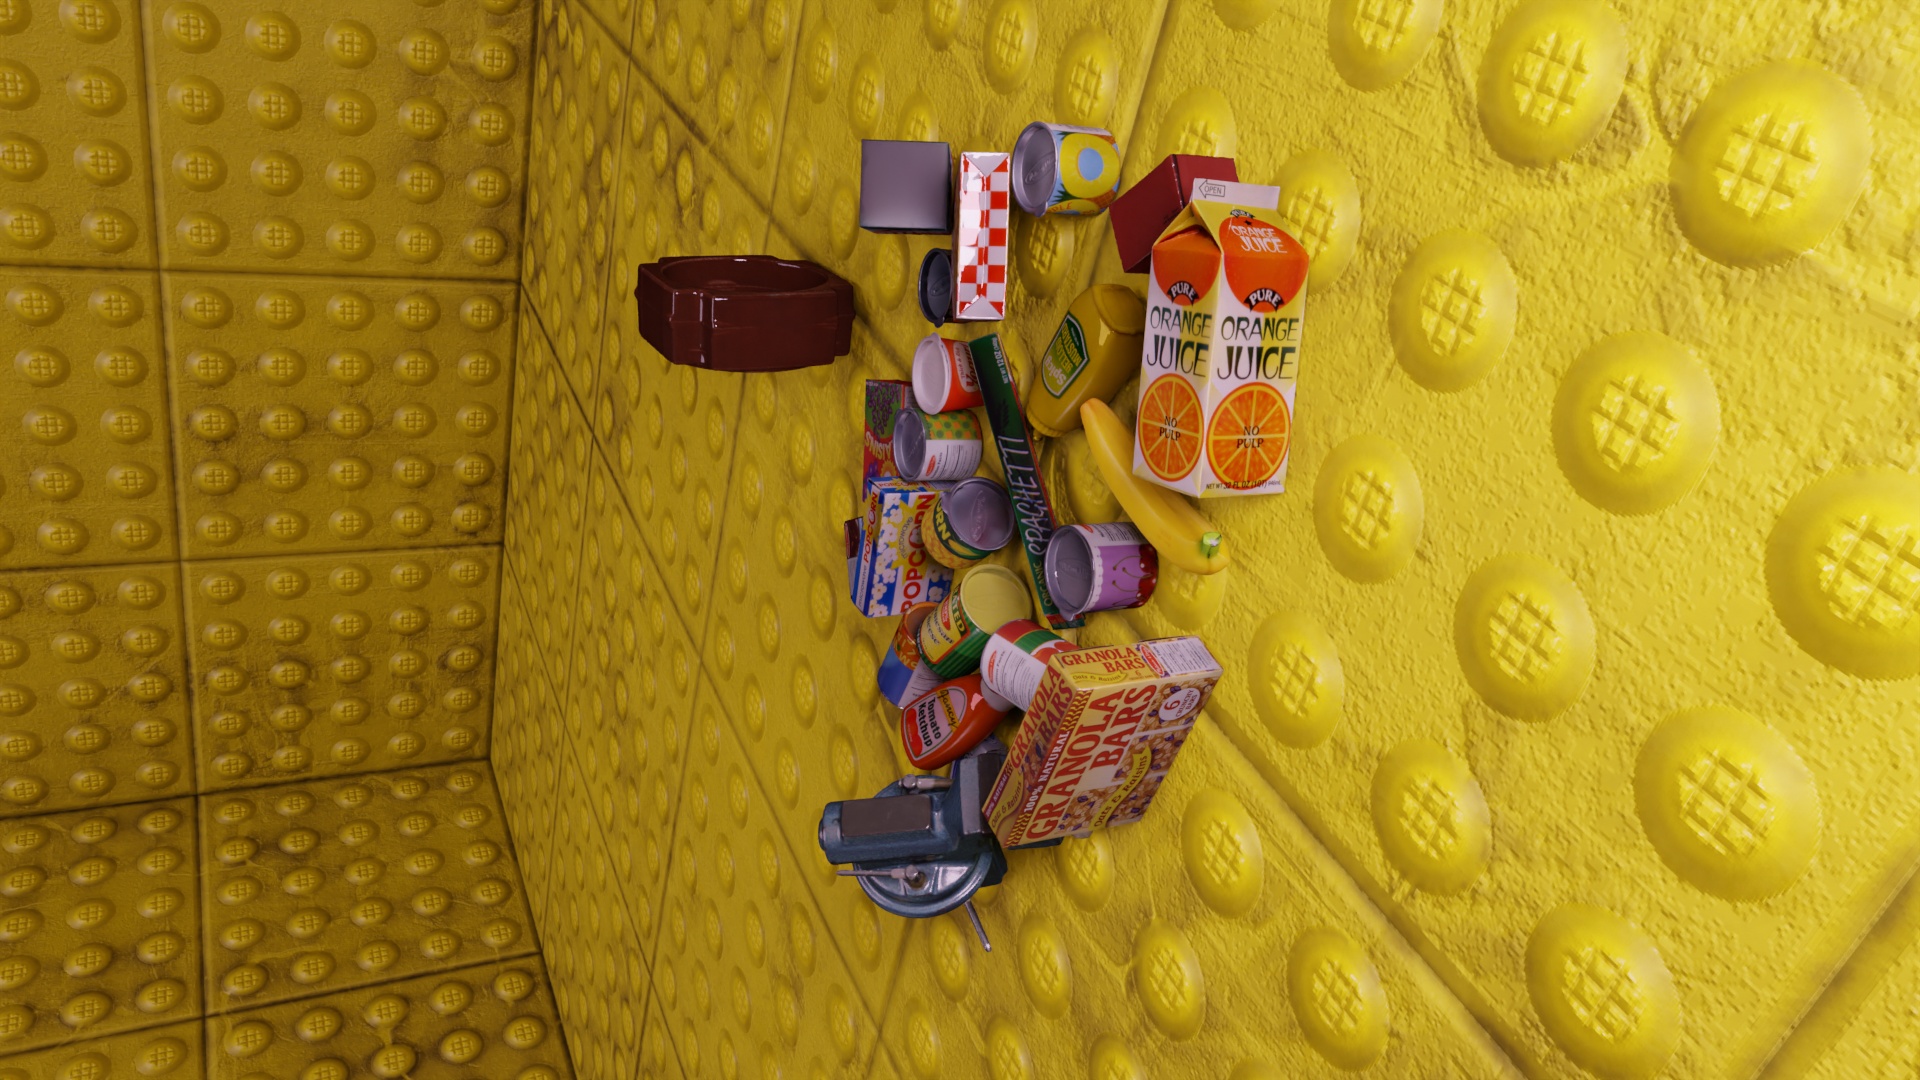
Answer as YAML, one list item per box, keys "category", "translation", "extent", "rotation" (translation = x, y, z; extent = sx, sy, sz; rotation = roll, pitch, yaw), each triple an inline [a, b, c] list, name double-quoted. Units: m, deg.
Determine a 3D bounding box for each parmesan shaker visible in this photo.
- category: "parmesan shaker"
  translation: [0.010, 0.074, 1.193]
  extent: [0.102, 0.071, 0.071]
  rotation: [-47, 52, 53]

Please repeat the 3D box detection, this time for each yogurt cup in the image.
- category: "yogurt cup"
  translation: [-0.004, -0.144, 1.211]
  extent: [0.072, 0.054, 0.072]
  rotation: [12, 103, 61]

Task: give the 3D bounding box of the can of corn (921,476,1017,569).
- category: "can of corn"
  translation: [0.004, -0.015, 1.191]
  extent: [0.058, 0.071, 0.071]
  rotation: [-38, 60, 58]

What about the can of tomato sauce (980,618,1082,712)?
- category: "can of tomato sauce"
  translation: [0.067, 0.105, 1.092]
  extent: [0.083, 0.071, 0.071]
  rotation: [26, 116, 55]

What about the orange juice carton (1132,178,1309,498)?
- category: "orange juice carton"
  translation: [0.166, -0.128, 0.878]
  extent: [0.073, 0.072, 0.192]
  rotation: [25, 115, 58]

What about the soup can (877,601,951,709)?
- category: "soup can"
  translation: [-0.035, 0.105, 1.282]
  extent: [0.071, 0.071, 0.083]
  rotation: [62, 143, 37]

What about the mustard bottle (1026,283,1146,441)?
- category: "mustard bottle"
  translation: [0.087, -0.122, 1.049]
  extent: [0.159, 0.049, 0.065]
  rotation: [-58, 42, 47]

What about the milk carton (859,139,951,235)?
- category: "milk carton"
  translation: [-0.044, -0.303, 1.206]
  extent: [0.191, 0.073, 0.072]
  rotation: [-86, -2, -78]

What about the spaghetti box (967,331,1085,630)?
- category: "spaghetti box"
  translation: [0.053, -0.049, 1.119]
  extent: [0.050, 0.029, 0.251]
  rotation: [56, -162, -68]

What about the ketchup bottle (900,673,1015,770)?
- category: "ketchup bottle"
  translation: [0.009, 0.145, 1.199]
  extent: [0.148, 0.043, 0.065]
  rotation: [-36, 54, 39]

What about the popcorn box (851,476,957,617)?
- category: "popcorn box"
  translation: [-0.048, 0.005, 1.275]
  extent: [0.038, 0.085, 0.126]
  rotation: [40, 127, 52]

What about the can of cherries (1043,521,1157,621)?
- category: "can of cherries"
  translation: [0.103, 0.022, 1.025]
  extent: [0.071, 0.058, 0.071]
  rotation: [12, 103, 60]

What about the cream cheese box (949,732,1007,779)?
- category: "cream cheese box"
  translation: [0.013, 0.218, 1.249]
  extent: [0.053, 0.024, 0.103]
  rotation: [40, 127, 52]

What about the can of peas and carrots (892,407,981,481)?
- category: "can of peas and carrots"
  translation: [-0.022, -0.088, 1.245]
  extent: [0.071, 0.059, 0.071]
  rotation: [9, 101, 61]

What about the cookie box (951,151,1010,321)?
- category: "cookie box"
  translation: [0.014, -0.237, 1.110]
  extent: [0.168, 0.040, 0.122]
  rotation: [-100, 11, -82]

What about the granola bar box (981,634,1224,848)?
- category: "granola bar box"
  translation: [0.098, 0.141, 0.978]
  extent: [0.039, 0.124, 0.164]
  rotation: [58, 140, 40]

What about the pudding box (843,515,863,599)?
- category: "pudding box"
  translation: [-0.094, 0.018, 1.421]
  extent: [0.049, 0.030, 0.083]
  rotation: [-16, 79, 62]

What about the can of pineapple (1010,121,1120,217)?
- category: "can of pineapple"
  translation: [0.078, -0.275, 1.039]
  extent: [0.071, 0.058, 0.071]
  rotation: [12, 104, 61]

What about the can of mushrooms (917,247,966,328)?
- category: "can of mushrooms"
  translation: [-0.009, -0.223, 1.233]
  extent: [0.071, 0.033, 0.071]
  rotation: [10, 101, 60]

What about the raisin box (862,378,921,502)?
- category: "raisin box"
  translation: [-0.059, -0.091, 1.336]
  extent: [0.086, 0.040, 0.123]
  rotation: [17, 107, 59]
